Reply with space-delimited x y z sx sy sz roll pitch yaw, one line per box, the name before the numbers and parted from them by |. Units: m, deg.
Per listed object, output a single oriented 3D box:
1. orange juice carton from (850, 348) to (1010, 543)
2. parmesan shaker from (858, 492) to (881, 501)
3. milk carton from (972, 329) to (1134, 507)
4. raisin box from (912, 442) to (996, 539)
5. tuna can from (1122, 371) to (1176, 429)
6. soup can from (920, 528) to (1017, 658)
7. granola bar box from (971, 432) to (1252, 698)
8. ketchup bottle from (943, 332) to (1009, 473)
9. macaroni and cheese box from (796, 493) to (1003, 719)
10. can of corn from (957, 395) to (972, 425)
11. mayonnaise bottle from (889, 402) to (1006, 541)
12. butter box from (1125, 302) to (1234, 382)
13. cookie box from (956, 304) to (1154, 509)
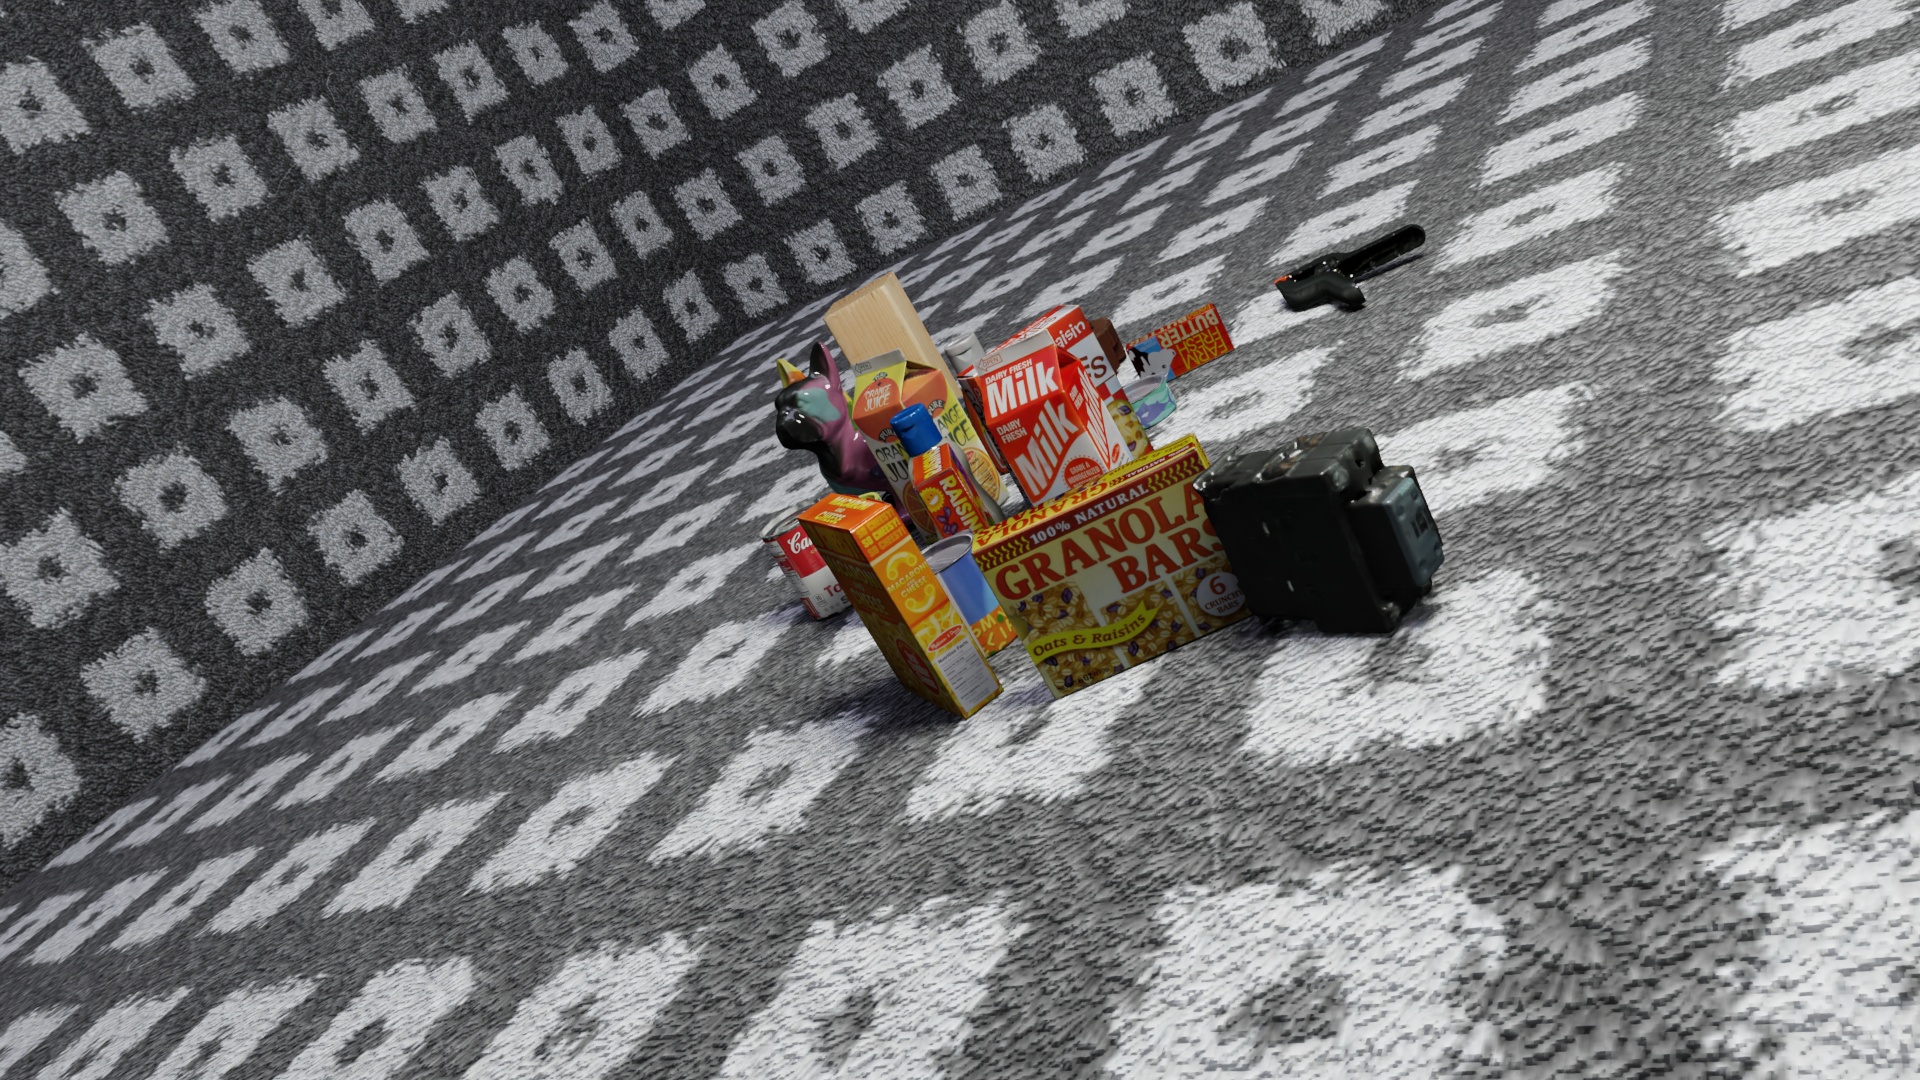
orange juice carton | -0.037 -0.099 1.370 0.071 0.192 0.073 -13 24 44
parmesan shaker | -0.077 0.017 1.264 0.071 0.103 0.071 -27 17 9
milk carton | 0.084 -0.074 1.113 0.072 0.190 0.074 -22 19 25
raisin box | 0.004 -0.015 1.188 0.040 0.123 0.086 -28 17 7
tuna can | 0.183 -0.137 1.391 0.071 0.032 0.071 -27 18 9
soup can | 0.004 0.044 1.093 0.071 0.083 0.071 -27 18 9
granola bar box | 0.108 0.019 0.929 0.165 0.124 0.039 -25 18 14
ketchup bottle | 0.033 -0.147 1.463 0.064 0.148 0.044 -28 17 7
macaroni and cheese box | -0.046 0.045 1.033 0.040 0.166 0.123 -36 18 -17
can of corn | 0.005 -0.130 1.610 0.071 0.058 0.071 -27 18 9
mayonnaise bottle | -0.015 -0.056 1.290 0.064 0.147 0.041 -23 18 21
butter box | 0.231 -0.203 1.463 0.103 0.053 0.024 -26 18 14
cookie box | 0.088 -0.107 1.236 0.123 0.167 0.040 -36 18 -19
